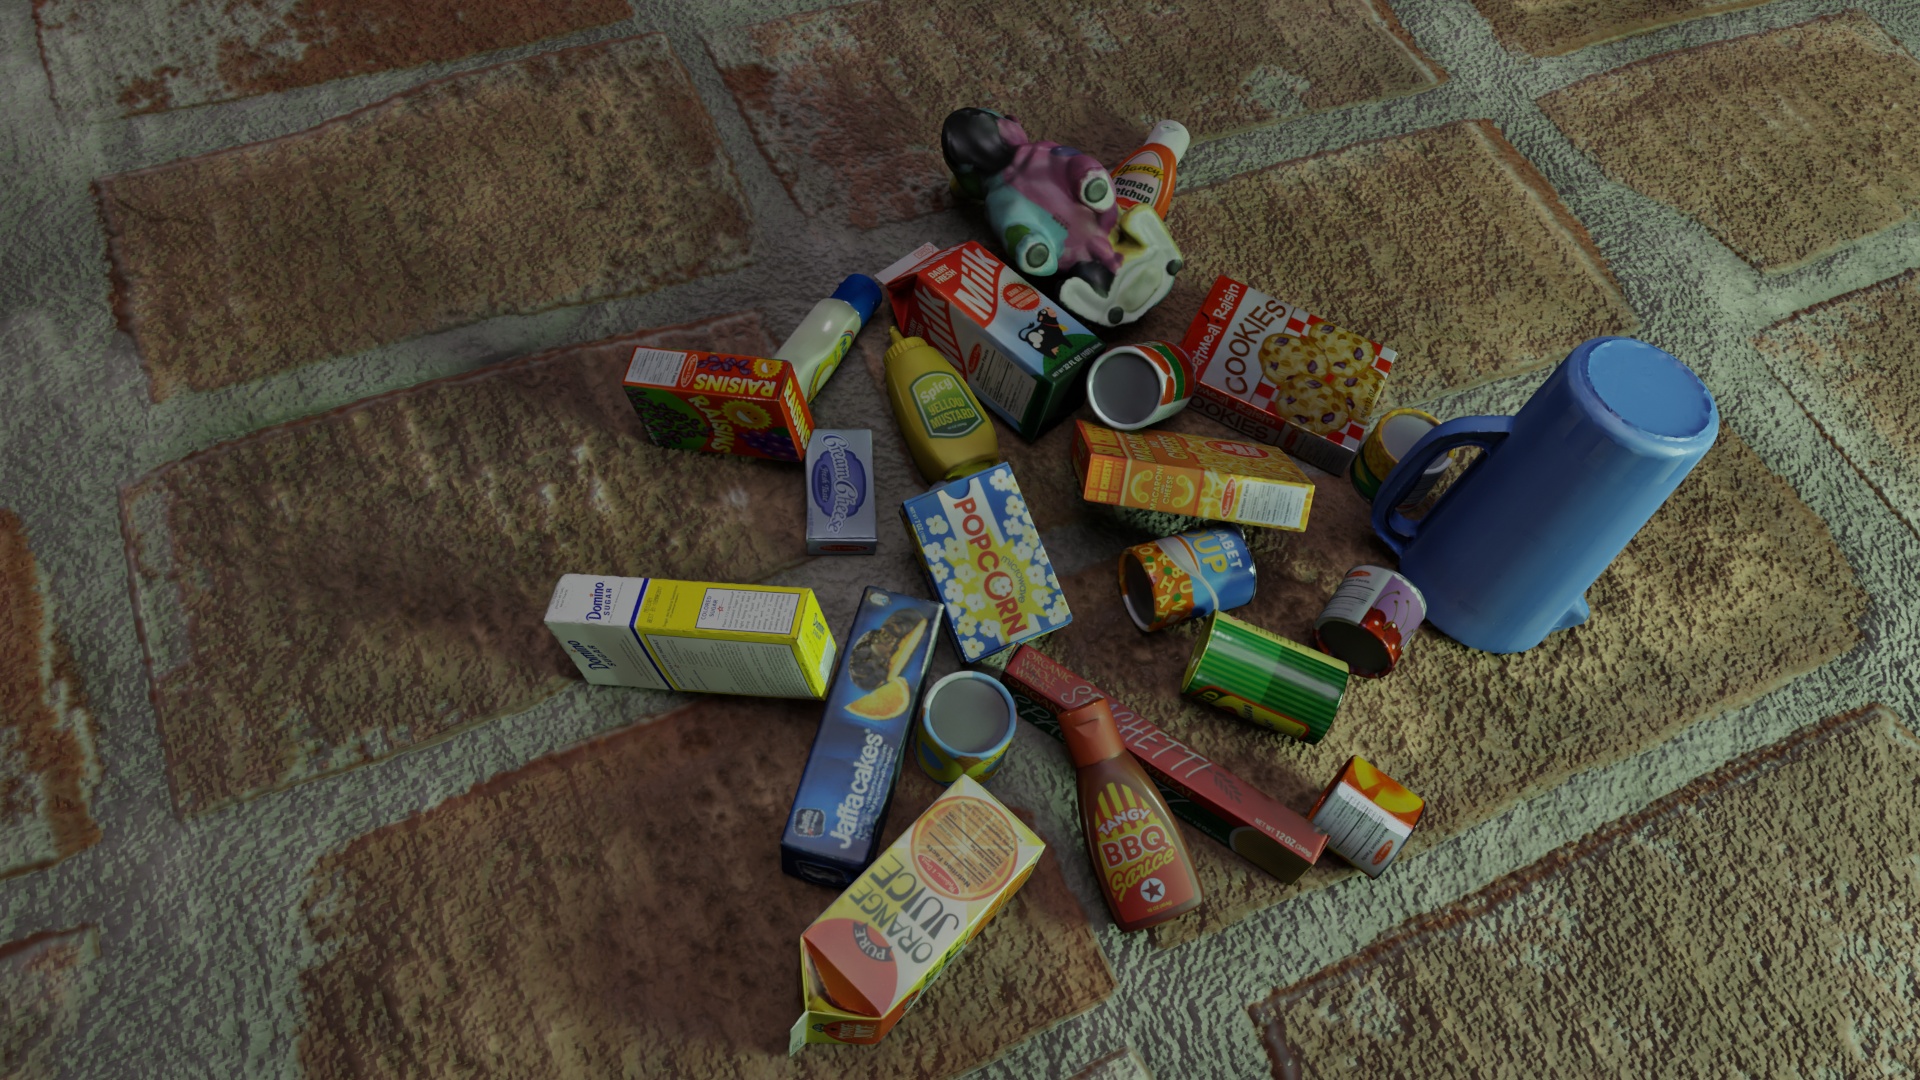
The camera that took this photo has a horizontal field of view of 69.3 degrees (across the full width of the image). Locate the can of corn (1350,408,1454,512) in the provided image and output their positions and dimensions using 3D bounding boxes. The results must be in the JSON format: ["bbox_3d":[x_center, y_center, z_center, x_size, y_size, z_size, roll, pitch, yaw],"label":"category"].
[{"bbox_3d":[0.359,-0.068,1.132,0.071,0.058,0.071,4,59,-6],"label":"can of corn"}]

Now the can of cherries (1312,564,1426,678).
[{"bbox_3d":[0.308,0.063,1.043,0.071,0.071,0.058,34,61,12],"label":"can of cherries"}]

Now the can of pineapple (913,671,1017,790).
[{"bbox_3d":[0.004,0.133,0.961,0.071,0.057,0.071,4,59,-6],"label":"can of pineapple"}]

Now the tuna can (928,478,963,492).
[{"bbox_3d":[0.004,-0.013,1.064,0.071,0.032,0.071,3,59,-6],"label":"tuna can"}]

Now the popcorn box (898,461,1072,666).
[{"bbox_3d":[0.018,0.018,1.012,0.085,0.038,0.126,-21,85,-11],"label":"popcorn box"}]

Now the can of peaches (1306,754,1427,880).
[{"bbox_3d":[0.279,0.190,0.962,0.058,0.071,0.071,34,61,13],"label":"can of peaches"}]

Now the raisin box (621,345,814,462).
[{"bbox_3d":[-0.181,-0.103,1.049,0.123,0.085,0.040,7,61,11],"label":"raisin box"}]

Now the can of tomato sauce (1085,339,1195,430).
[{"bbox_3d":[0.143,-0.127,1.110,0.071,0.071,0.083,37,24,14],"label":"can of tomato sauce"}]

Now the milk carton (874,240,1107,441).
[{"bbox_3d":[0.020,-0.177,1.138,0.191,0.073,0.073,41,54,16],"label":"milk carton"}]

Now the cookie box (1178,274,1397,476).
[{"bbox_3d":[0.269,-0.143,1.176,0.167,0.040,0.123,26,59,8],"label":"cookie box"}]

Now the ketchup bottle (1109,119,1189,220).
[{"bbox_3d":[0.168,-0.326,1.271,0.065,0.043,0.149,19,57,17],"label":"ketchup bottle"}]

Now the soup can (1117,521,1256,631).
[{"bbox_3d":[0.169,0.025,1.042,0.084,0.071,0.071,-14,62,-16],"label":"soup can"}]

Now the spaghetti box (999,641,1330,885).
[{"bbox_3d":[0.135,0.155,0.971,0.250,0.050,0.029,31,59,11],"label":"spaghetti box"}]

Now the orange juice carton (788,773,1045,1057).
[{"bbox_3d":[-0.039,0.246,0.878,0.073,0.071,0.193,40,62,16],"label":"orange juice carton"}]

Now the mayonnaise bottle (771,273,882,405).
[{"bbox_3d":[-0.113,-0.158,1.121,0.041,0.064,0.149,28,55,7],"label":"mayonnaise bottle"}]

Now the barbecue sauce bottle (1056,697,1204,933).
[{"bbox_3d":[0.107,0.180,0.926,0.065,0.043,0.148,-21,84,3],"label":"barbecue sauce bottle"}]

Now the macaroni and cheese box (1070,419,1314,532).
[{"bbox_3d":[0.173,-0.051,1.068,0.166,0.040,0.124,8,17,-3],"label":"macaroni and cheese box"}]

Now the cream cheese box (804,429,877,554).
[{"bbox_3d":[-0.093,-0.039,1.071,0.053,0.024,0.104,0,59,-8],"label":"cream cheese box"}]

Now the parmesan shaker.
[{"bbox_3d":[0.220,0.099,1.004,0.103,0.071,0.071,22,59,5],"label":"parmesan shaker"}]

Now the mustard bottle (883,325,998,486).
[{"bbox_3d":[-0.026,-0.114,1.112,0.065,0.048,0.161,-19,64,-20],"label":"mustard bottle"}]
